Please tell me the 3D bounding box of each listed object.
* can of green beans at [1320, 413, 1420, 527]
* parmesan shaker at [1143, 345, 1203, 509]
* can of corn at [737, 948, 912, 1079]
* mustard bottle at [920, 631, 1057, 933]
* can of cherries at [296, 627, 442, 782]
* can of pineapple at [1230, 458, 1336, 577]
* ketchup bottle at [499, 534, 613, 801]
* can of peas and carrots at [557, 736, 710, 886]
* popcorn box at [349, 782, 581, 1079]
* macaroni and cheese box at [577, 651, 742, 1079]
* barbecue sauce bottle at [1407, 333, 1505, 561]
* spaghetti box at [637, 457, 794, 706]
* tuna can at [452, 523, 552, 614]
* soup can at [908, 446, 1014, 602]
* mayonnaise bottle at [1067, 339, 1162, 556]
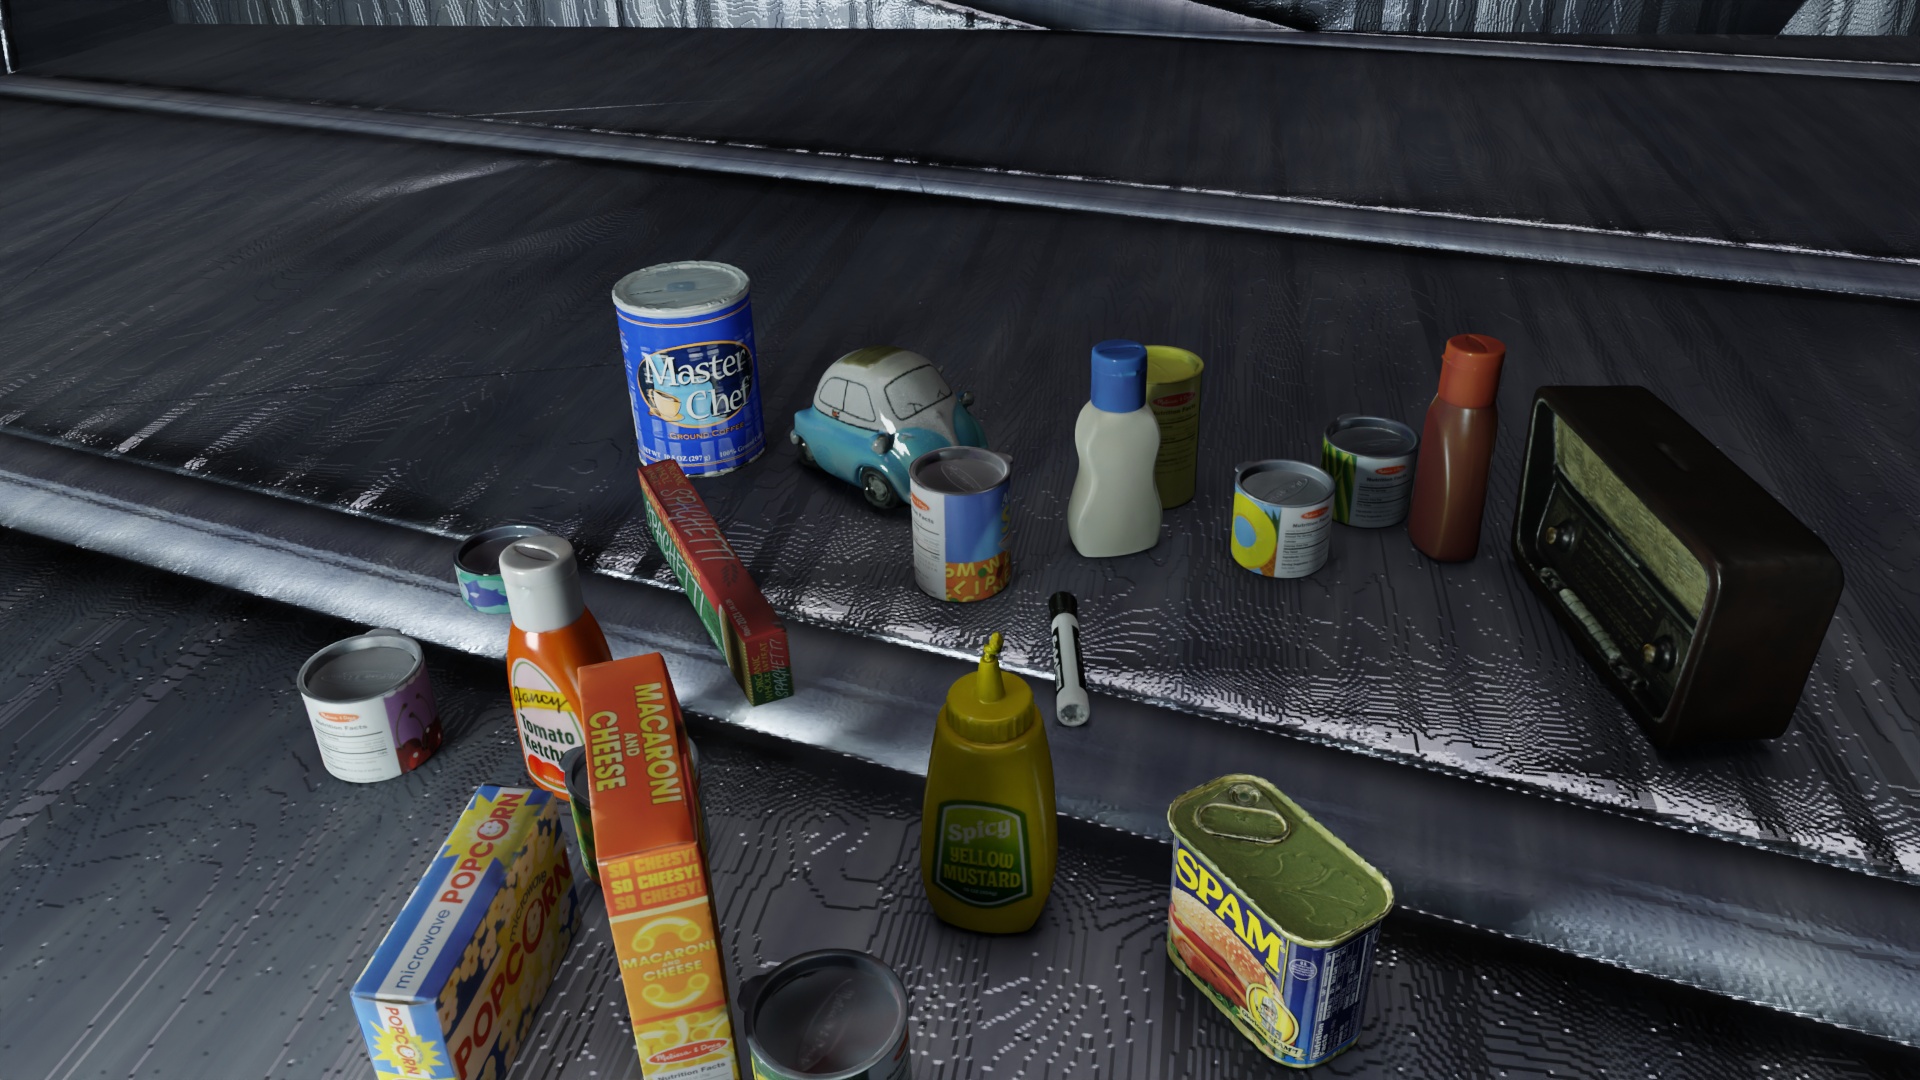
[{"bbox_3d":[0.291,-0.050,0.995,0.071,0.057,0.071,-1,31,1],"label":"can of green beans"},{"bbox_3d":[0.138,-0.082,1.013,0.071,0.102,0.071,-1,31,1],"label":"parmesan shaker"},{"bbox_3d":[-0.055,0.213,0.573,0.071,0.058,0.071,-1,31,1],"label":"can of corn"},{"bbox_3d":[0.013,0.111,0.642,0.065,0.159,0.049,4,31,9],"label":"mustard bottle"},{"bbox_3d":[-0.331,0.093,0.788,0.071,0.058,0.072,-1,31,1],"label":"can of cherries"},{"bbox_3d":[0.217,-0.016,0.943,0.071,0.057,0.071,-1,31,1],"label":"can of pineapple"},{"bbox_3d":[-0.211,0.068,0.735,0.065,0.148,0.044,14,34,24],"label":"ketchup bottle"},{"bbox_3d":[-0.165,0.136,0.707,0.071,0.058,0.071,-1,31,1],"label":"can of peas and carrots"},{"bbox_3d":[-0.212,0.181,0.609,0.038,0.084,0.127,2,31,7],"label":"popcorn box"},{"bbox_3d":[-0.123,0.149,0.579,0.040,0.165,0.124,-10,32,-13],"label":"macaroni and cheese box"},{"bbox_3d":[0.332,-0.063,0.927,0.044,0.147,0.065,-2,31,0],"label":"barbecue sauce bottle"},{"bbox_3d":[-0.165,0.020,0.910,0.029,0.050,0.251,-15,33,-21],"label":"spaghetti box"},{"bbox_3d":[-0.302,0.019,0.934,0.071,0.032,0.071,-1,31,1],"label":"tuna can"},{"bbox_3d":[0.003,-0.012,0.921,0.071,0.083,0.072,-1,31,1],"label":"soup can"},{"bbox_3d":[0.105,-0.061,0.936,0.065,0.147,0.041,-8,31,-10],"label":"mayonnaise bottle"}]
